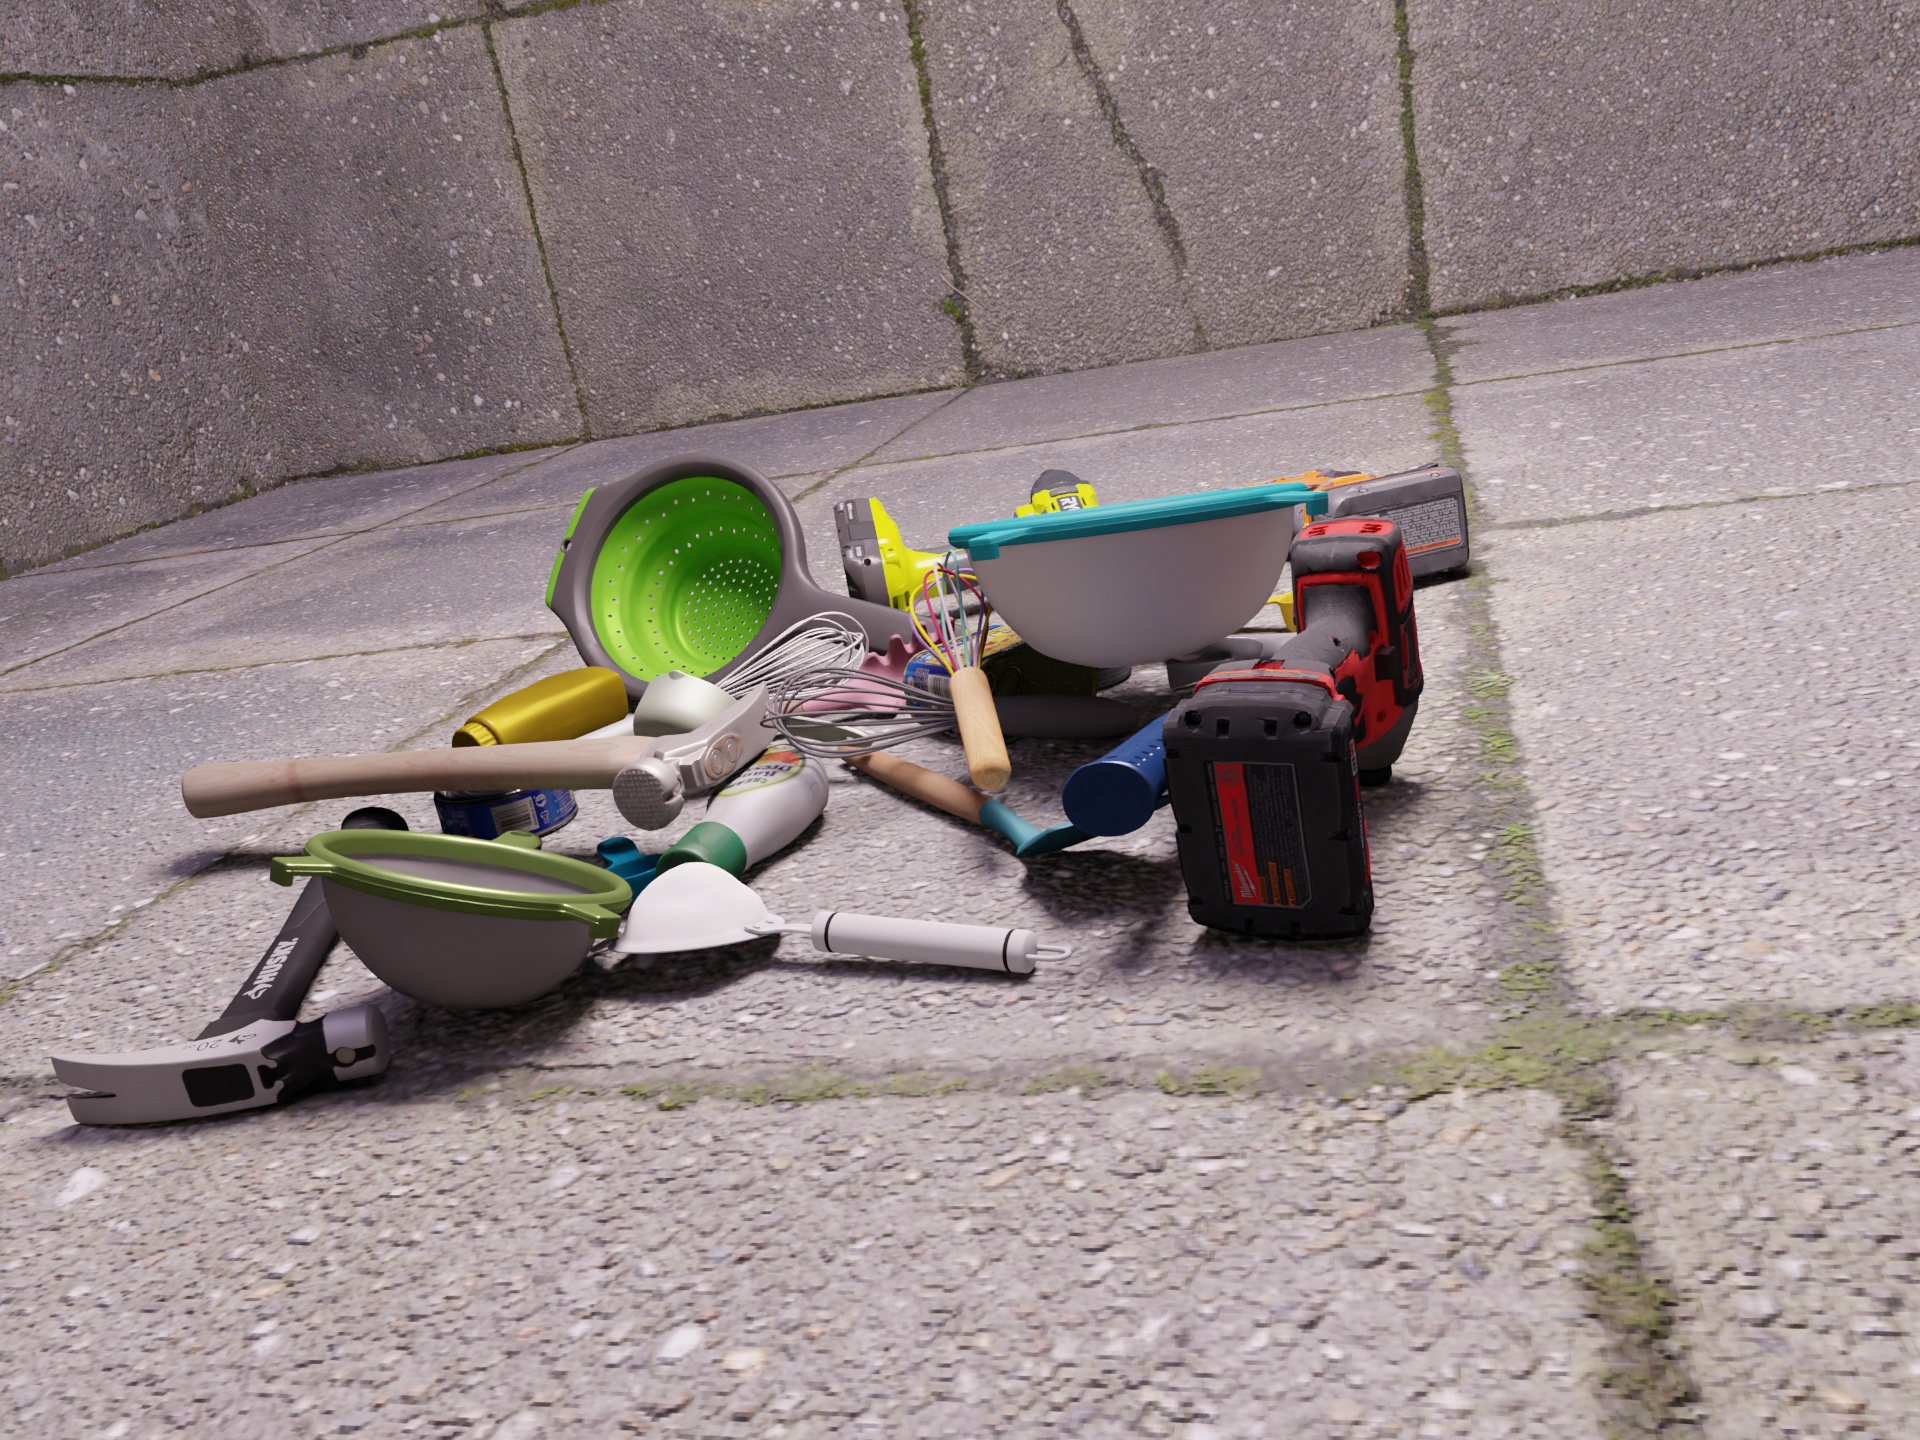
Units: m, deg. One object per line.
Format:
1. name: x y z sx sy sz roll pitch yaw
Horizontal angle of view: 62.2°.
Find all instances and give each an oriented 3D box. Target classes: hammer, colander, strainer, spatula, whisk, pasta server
1. hammer: -0.312 0.028 0.980 0.411 0.038 0.146 -4 19 24
2. hammer: 0.135 -0.007 0.866 0.144 0.035 0.405 -3 11 24
3. colander: -0.130 -0.081 1.236 0.397 0.204 0.094 16 -8 23
4. hammer: -0.355 0.115 0.854 0.146 0.035 0.335 -11 18 -5
5. strainer: -0.068 0.097 0.749 0.258 0.050 0.087 2 7 25
6. spatula: 0.004 0.035 0.885 0.082 0.044 0.318 -14 16 -28
7. strainer: 0.100 -0.089 1.002 0.211 0.095 0.340 -8 6 -1
8. whisk: 0.006 -0.034 0.909 0.047 0.051 0.245 16 27 -16
9. strainer: -0.244 0.097 0.806 0.151 0.069 0.256 11 0 -8
10. whisk: -0.002 -0.002 0.941 0.239 0.055 0.055 1 13 -22
11. pasta server: -0.134 -0.002 1.087 0.316 0.060 0.040 -16 -15 -11
12. whisk: -0.177 -0.013 1.114 0.246 0.059 0.058 -23 25 -14

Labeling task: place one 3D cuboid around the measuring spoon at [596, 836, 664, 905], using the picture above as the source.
1. measuring spoon: -0.188 0.085 0.896 0.042 0.021 0.129 -17 10 -17

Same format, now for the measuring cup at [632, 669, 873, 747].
1. measuring cup: -0.133 0.013 1.000 0.168 0.083 0.038 8 55 27

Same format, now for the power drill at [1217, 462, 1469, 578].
1. power drill: 0.312 -0.163 1.271 0.164 0.084 0.227 -13 14 -11

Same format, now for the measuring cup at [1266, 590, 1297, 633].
1. measuring cup: 0.215 -0.071 1.142 0.156 0.029 0.062 -12 12 37

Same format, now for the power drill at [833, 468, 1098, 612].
1. power drill: 0.011 -0.150 1.347 0.223 0.080 0.171 -10 37 -3

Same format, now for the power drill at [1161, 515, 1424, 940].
1. power drill: 0.171 0.004 0.753 0.078 0.143 0.220 1 27 27

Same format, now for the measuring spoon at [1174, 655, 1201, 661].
1. measuring spoon: 0.147 -0.056 1.144 0.034 0.018 0.124 -15 12 -10
